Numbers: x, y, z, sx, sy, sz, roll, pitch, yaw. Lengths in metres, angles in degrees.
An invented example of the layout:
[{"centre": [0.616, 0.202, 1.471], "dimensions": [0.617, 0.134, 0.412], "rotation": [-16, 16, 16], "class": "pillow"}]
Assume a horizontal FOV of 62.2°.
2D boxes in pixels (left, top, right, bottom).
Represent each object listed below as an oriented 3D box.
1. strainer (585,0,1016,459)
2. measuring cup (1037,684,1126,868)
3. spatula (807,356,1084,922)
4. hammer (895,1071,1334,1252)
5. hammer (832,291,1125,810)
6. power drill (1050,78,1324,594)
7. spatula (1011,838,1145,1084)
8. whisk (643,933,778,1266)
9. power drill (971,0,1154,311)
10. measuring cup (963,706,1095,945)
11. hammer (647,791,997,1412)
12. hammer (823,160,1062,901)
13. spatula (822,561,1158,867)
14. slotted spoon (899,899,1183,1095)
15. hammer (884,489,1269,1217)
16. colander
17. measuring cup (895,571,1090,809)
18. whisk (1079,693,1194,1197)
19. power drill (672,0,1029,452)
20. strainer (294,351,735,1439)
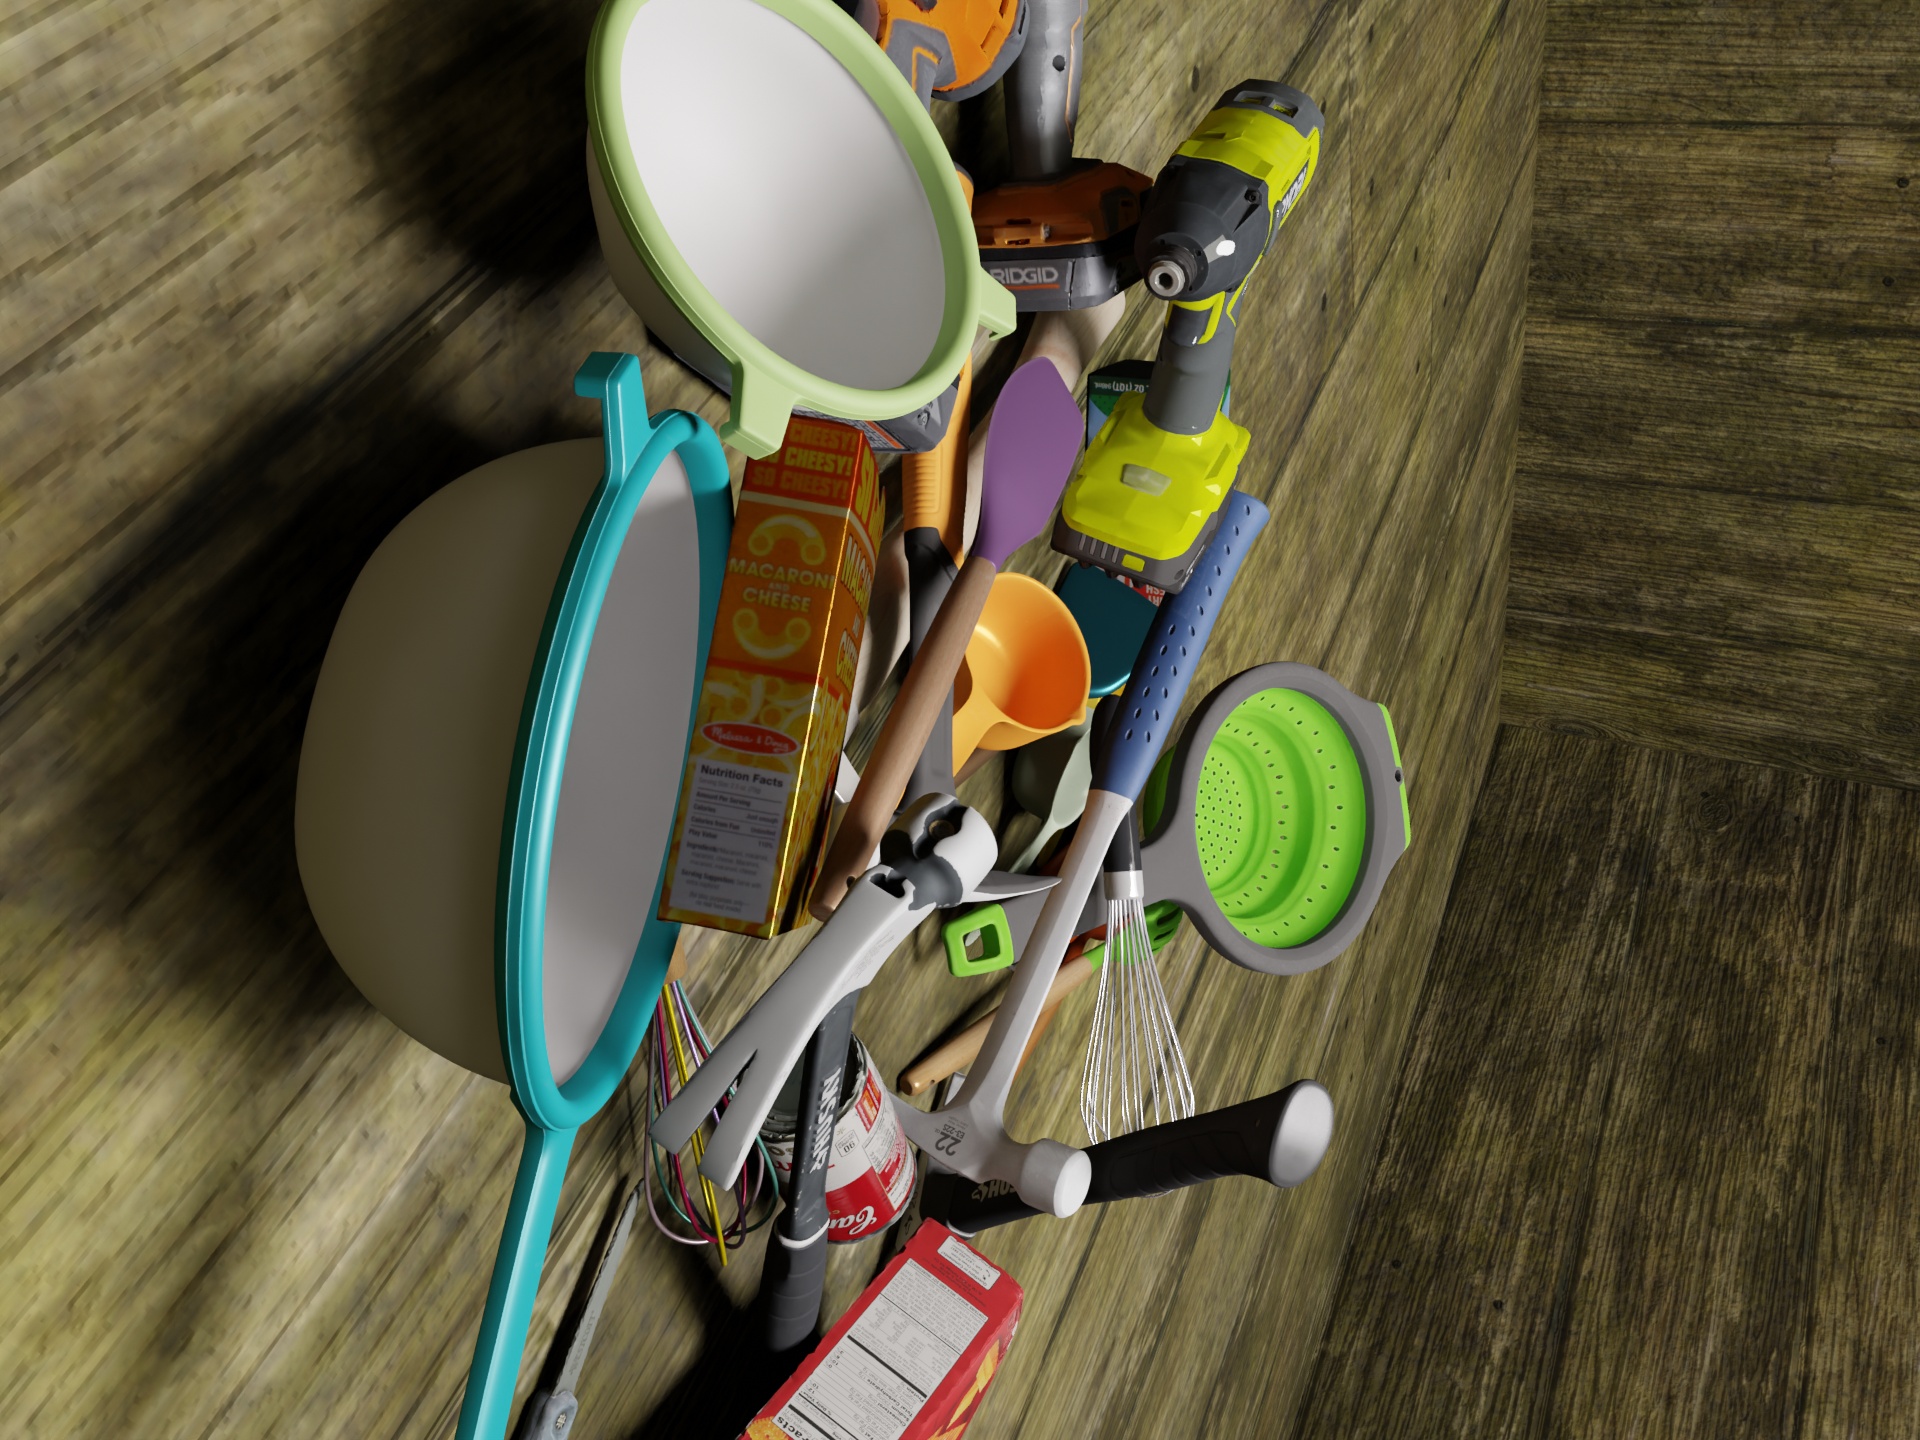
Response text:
[{"centre": [-0.093, -0.200, 0.490], "dimensions": [0.151, 0.069, 0.256], "rotation": [-40, 104, -47], "class": "strainer"}, {"centre": [0.072, 0.021, 1.045], "dimensions": [0.062, 0.029, 0.156], "rotation": [14, 98, -67], "class": "measuring cup"}, {"centre": [-0.001, -0.047, 0.655], "dimensions": [0.059, 0.018, 0.316], "rotation": [54, 42, -34], "class": "spatula"}, {"centre": [0.066, 0.229, 0.819], "dimensions": [0.035, 0.334, 0.146], "rotation": [28, 55, -21], "class": "hammer"}, {"centre": [0.009, -0.107, 0.788], "dimensions": [0.146, 0.038, 0.411], "rotation": [57, 42, -27], "class": "hammer"}, {"centre": [0.109, -0.181, 0.789], "dimensions": [0.223, 0.080, 0.171], "rotation": [99, 17, -45], "class": "power drill"}, {"centre": [0.067, 0.191, 1.073], "dimensions": [0.323, 0.041, 0.081], "rotation": [-50, 140, -46], "class": "spatula"}, {"centre": [-0.115, 0.121, 0.641], "dimensions": [0.047, 0.051, 0.244], "rotation": [-68, 154, -63], "class": "whisk"}, {"centre": [0.054, -0.334, 0.792], "dimensions": [0.185, 0.084, 0.226], "rotation": [-46, 135, -53], "class": "power drill"}, {"centre": [0.037, 0.061, 0.971], "dimensions": [0.167, 0.038, 0.083], "rotation": [-55, 156, -15], "class": "measuring cup"}, {"centre": [-0.066, 0.202, 0.649], "dimensions": [0.149, 0.036, 0.408], "rotation": [-47, 159, -38], "class": "hammer"}, {"centre": [-0.006, -0.089, 0.702], "dimensions": [0.127, 0.034, 0.337], "rotation": [17, 68, -51], "class": "hammer"}, {"centre": [0.021, 0.000, 0.887], "dimensions": [0.317, 0.082, 0.044], "rotation": [-39, 160, -49], "class": "spatula"}, {"centre": [0.064, 0.169, 1.019], "dimensions": [0.313, 0.031, 0.070], "rotation": [-23, 136, -49], "class": "slotted spoon"}, {"centre": [0.071, 0.049, 0.859], "dimensions": [0.406, 0.144, 0.035], "rotation": [-65, 148, -18], "class": "hammer"}, {"centre": [0.127, 0.083, 1.022], "dimensions": [0.397, 0.094, 0.204], "rotation": [-16, 98, -36], "class": "colander"}, {"centre": [-0.001, -0.003, 0.807], "dimensions": [0.095, 0.052, 0.174], "rotation": [50, 50, -14], "class": "measuring cup"}, {"centre": [0.094, 0.126, 0.906], "dimensions": [0.070, 0.070, 0.285], "rotation": [11, 74, -66], "class": "whisk"}, {"centre": [-0.044, -0.236, 0.617], "dimensions": [0.164, 0.084, 0.226], "rotation": [27, 71, -62], "class": "power drill"}, {"centre": [-0.147, 0.070, 0.463], "dimensions": [0.211, 0.095, 0.340], "rotation": [88, 12, -82], "class": "strainer"}]
